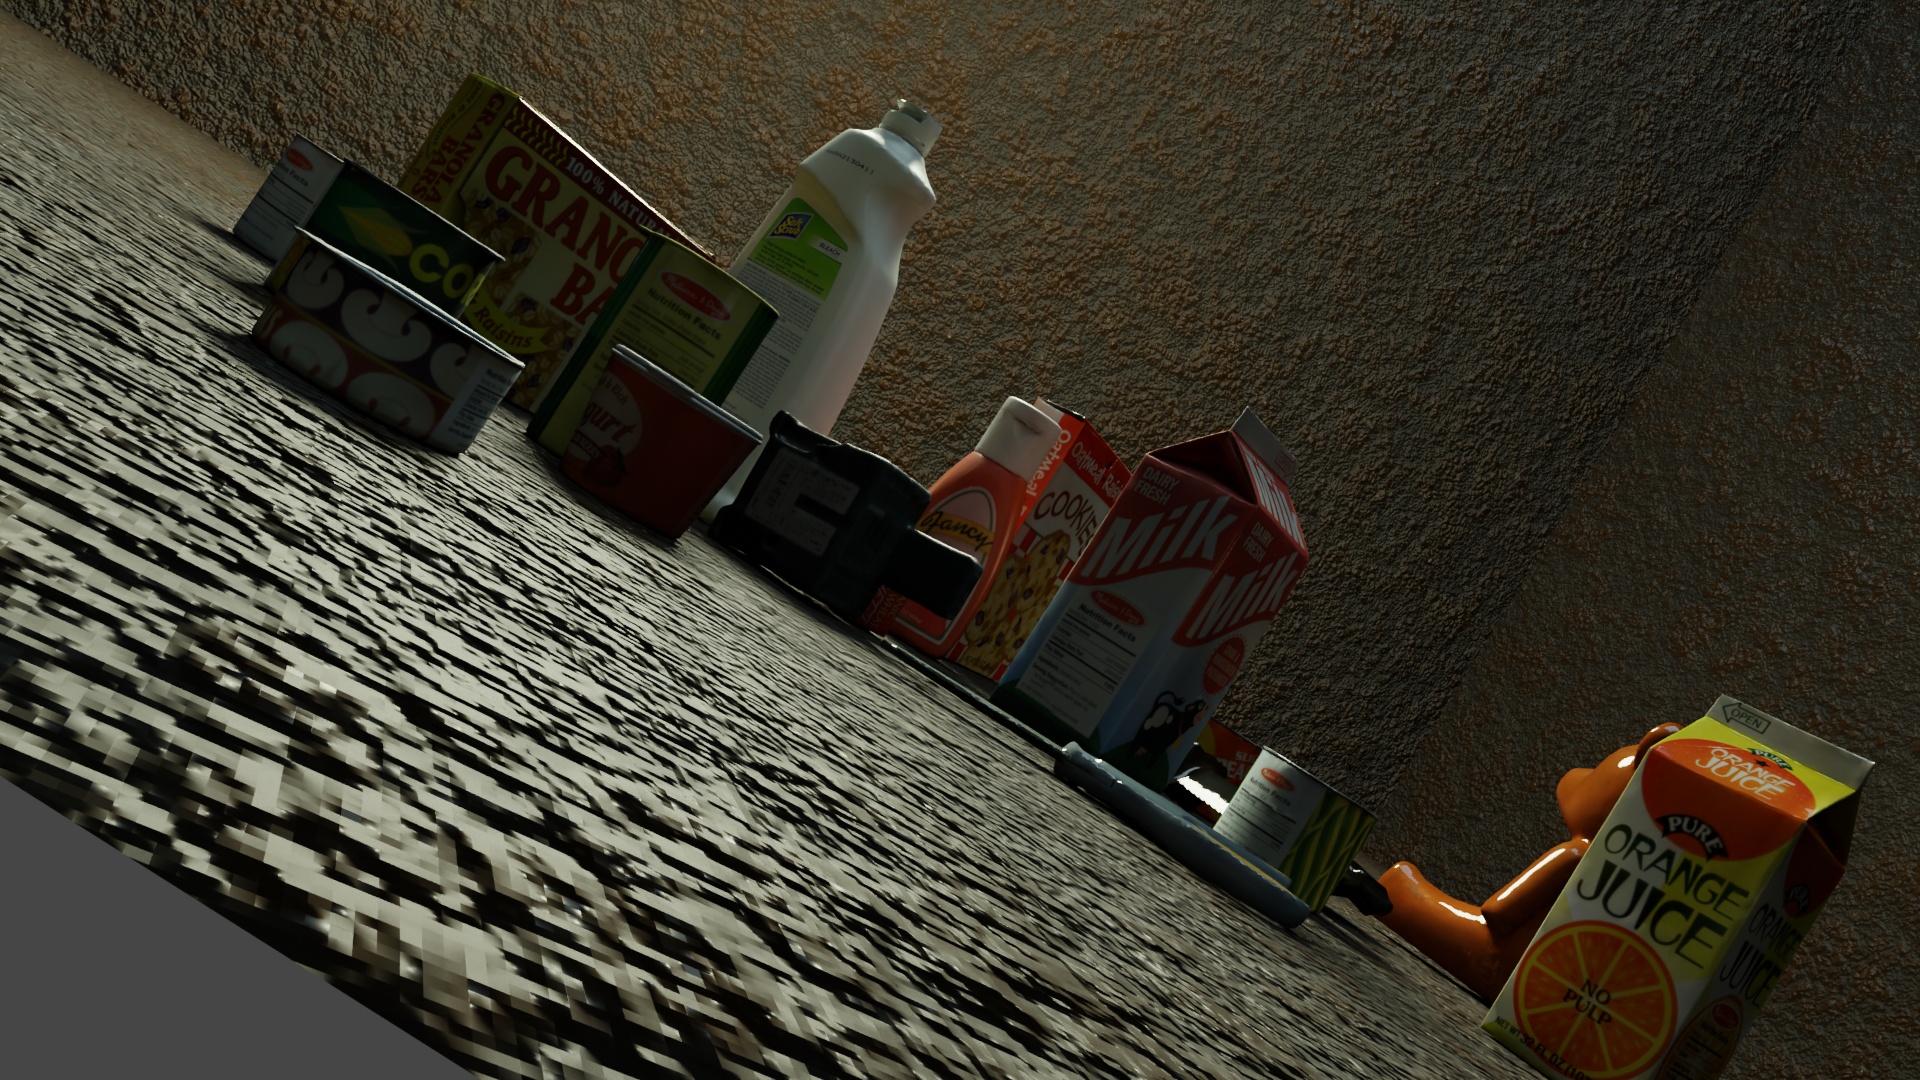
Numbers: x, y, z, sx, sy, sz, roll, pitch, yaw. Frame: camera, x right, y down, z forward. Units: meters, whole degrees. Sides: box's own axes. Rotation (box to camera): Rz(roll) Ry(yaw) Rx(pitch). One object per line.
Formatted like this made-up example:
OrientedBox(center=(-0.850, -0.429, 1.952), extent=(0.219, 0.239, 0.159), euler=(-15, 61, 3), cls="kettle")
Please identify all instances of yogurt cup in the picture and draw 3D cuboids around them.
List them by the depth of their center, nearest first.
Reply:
OrientedBox(center=(-0.120, -0.037, 0.547), extent=(0.072, 0.054, 0.072), euler=(32, -1, 1), cls="yogurt cup")

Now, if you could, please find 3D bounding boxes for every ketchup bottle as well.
OrientedBox(center=(0.003, -0.010, 0.783), extent=(0.065, 0.149, 0.043), euler=(32, -2, 0), cls="ketchup bottle")

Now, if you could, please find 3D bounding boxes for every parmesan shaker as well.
OrientedBox(center=(-0.137, -0.075, 0.608), extent=(0.071, 0.103, 0.071), euler=(32, -2, 1), cls="parmesan shaker")

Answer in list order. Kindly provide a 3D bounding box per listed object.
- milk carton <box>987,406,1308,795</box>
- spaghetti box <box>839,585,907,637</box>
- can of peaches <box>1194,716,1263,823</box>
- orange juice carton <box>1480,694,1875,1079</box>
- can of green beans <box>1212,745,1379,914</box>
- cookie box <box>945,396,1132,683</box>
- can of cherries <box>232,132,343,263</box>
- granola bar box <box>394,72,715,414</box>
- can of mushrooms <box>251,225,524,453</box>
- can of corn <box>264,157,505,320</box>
OrientedBox(center=(0.105, 0.028, 0.687), extent=(0.073, 0.190, 0.072), euler=(31, -2, 41), cls="milk carton")
OrientedBox(center=(-0.086, -0.008, 0.782), extent=(0.028, 0.050, 0.250), euler=(33, -1, -29), cls="spaghetti box")
OrientedBox(center=(0.162, 0.148, 0.910), extent=(0.071, 0.058, 0.071), euler=(32, -1, 1), cls="can of peaches")
OrientedBox(center=(0.326, 0.165, 0.624), extent=(0.073, 0.192, 0.072), euler=(34, -2, -40), cls="orange juice carton")
OrientedBox(center=(0.167, 0.146, 0.702), extent=(0.071, 0.058, 0.071), euler=(32, -1, 1), cls="can of green beans")
OrientedBox(center=(0.039, 0.005, 0.886), extent=(0.040, 0.167, 0.123), euler=(32, -2, 25), cls="cookie box")
OrientedBox(center=(-0.307, -0.154, 0.680), extent=(0.071, 0.058, 0.071), euler=(32, -1, 1), cls="can of cherries")
OrientedBox(center=(-0.209, -0.131, 0.692), extent=(0.039, 0.124, 0.165), euler=(31, -2, 28), cls="granola bar box")
OrientedBox(center=(-0.164, -0.056, 0.395), extent=(0.071, 0.033, 0.071), euler=(32, -1, 1), cls="can of mushrooms")
OrientedBox(center=(-0.222, -0.104, 0.540), extent=(0.071, 0.058, 0.071), euler=(32, -1, 1), cls="can of corn")
